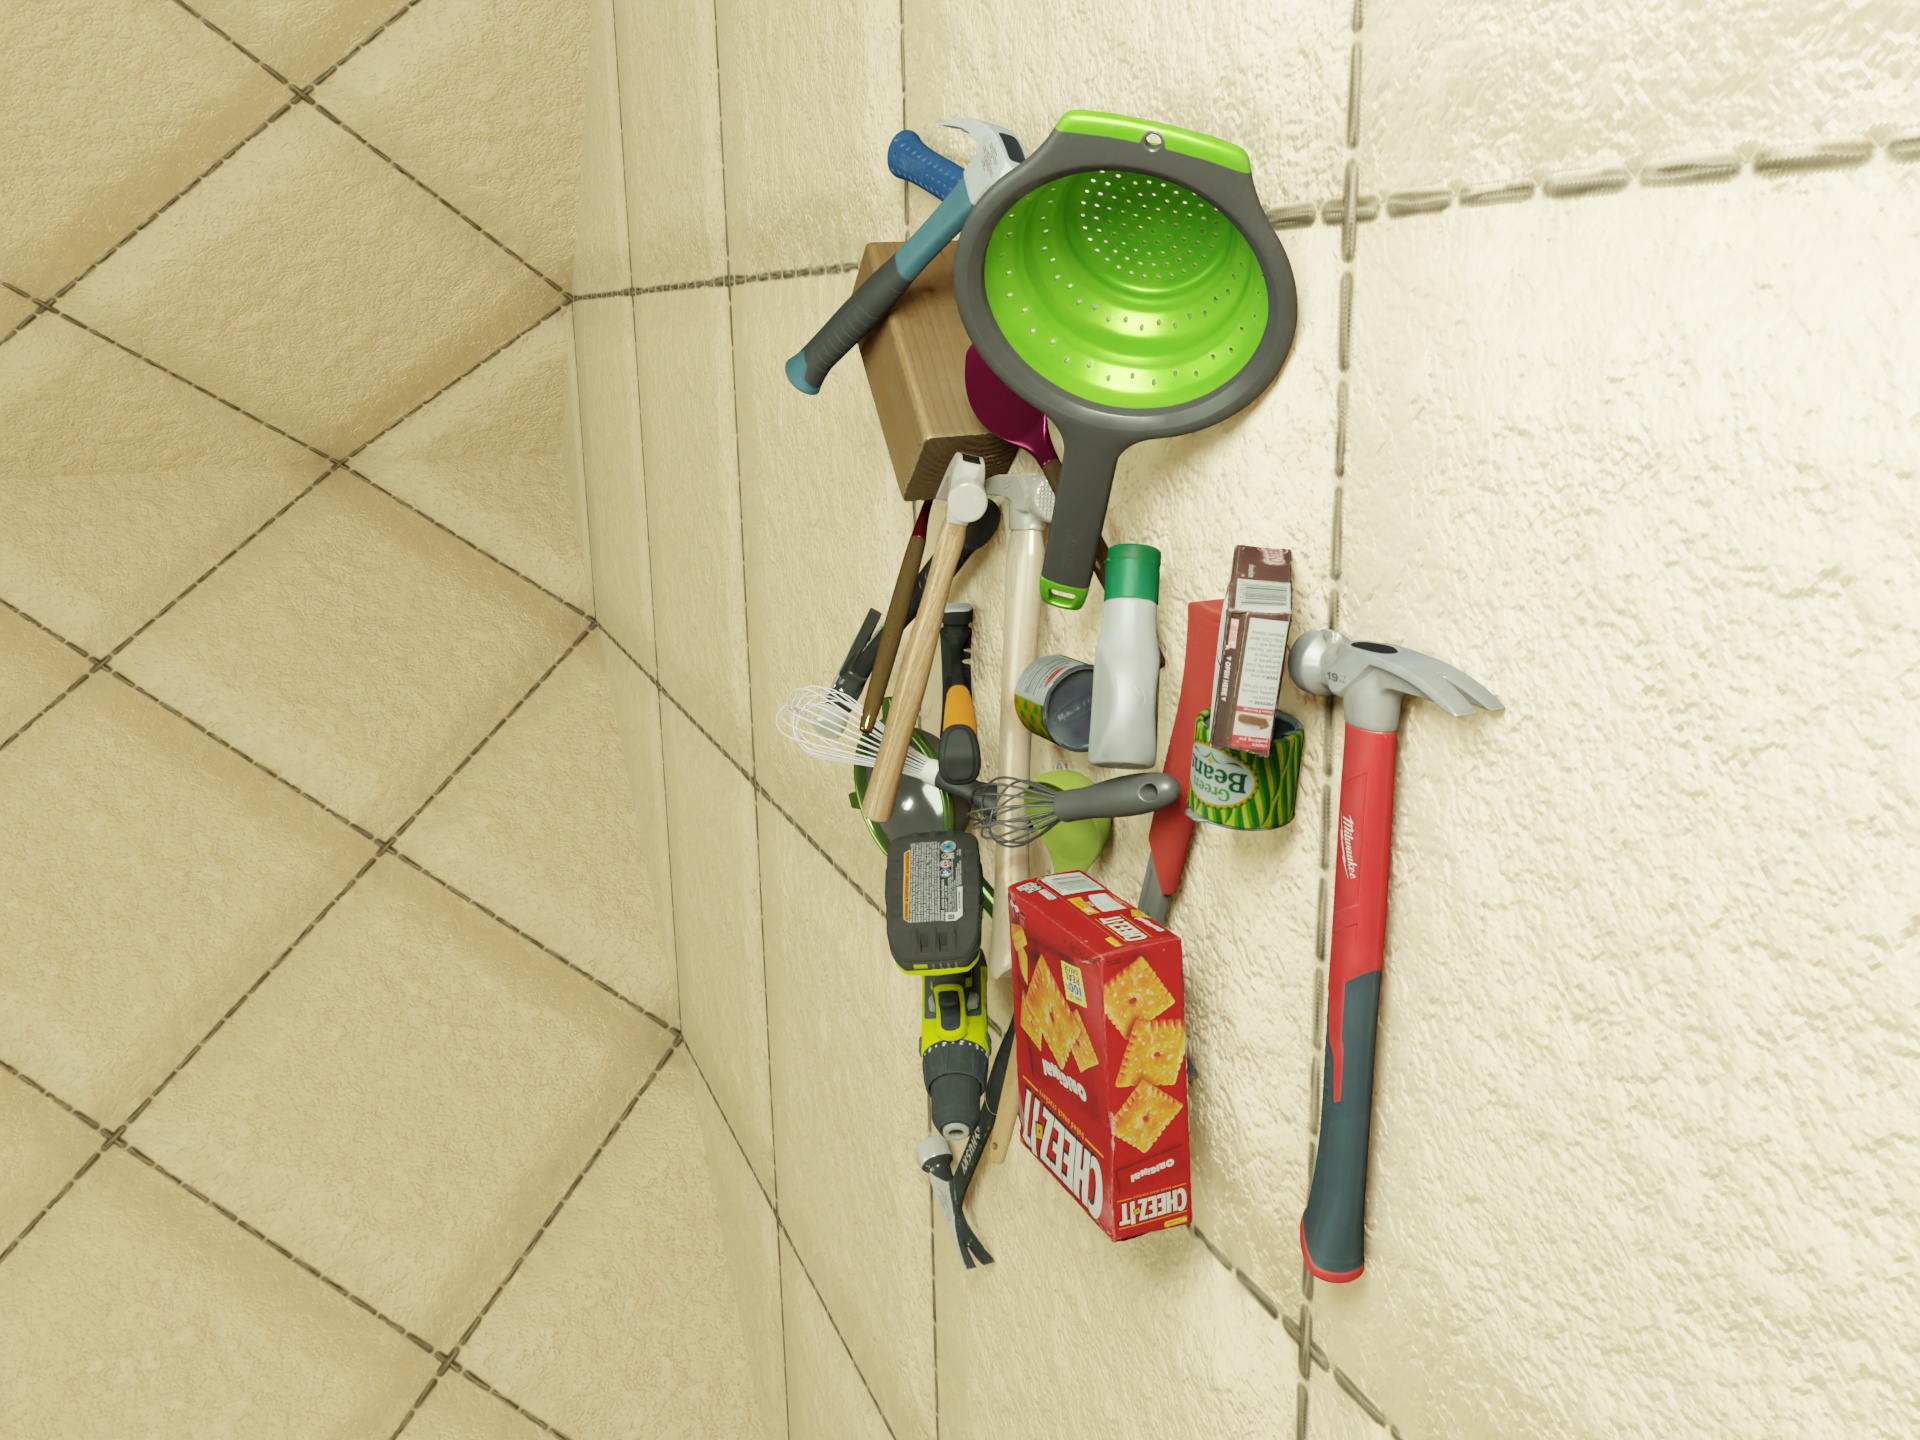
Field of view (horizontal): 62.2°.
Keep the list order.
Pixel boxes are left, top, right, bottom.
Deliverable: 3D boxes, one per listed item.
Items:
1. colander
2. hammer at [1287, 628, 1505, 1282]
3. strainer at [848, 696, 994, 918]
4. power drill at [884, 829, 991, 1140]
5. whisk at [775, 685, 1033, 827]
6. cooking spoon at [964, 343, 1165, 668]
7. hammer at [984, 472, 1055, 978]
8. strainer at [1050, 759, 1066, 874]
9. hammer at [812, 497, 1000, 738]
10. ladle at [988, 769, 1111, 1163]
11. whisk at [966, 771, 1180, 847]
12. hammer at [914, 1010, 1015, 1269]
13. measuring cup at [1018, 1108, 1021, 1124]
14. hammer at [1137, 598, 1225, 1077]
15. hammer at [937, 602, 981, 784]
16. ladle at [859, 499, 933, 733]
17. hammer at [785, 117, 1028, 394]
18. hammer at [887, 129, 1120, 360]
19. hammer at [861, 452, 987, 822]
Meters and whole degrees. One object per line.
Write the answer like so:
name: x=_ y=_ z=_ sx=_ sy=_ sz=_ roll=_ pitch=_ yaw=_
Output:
colander: x=0.098 y=-0.228 z=1.022 sx=0.396 sy=0.204 sz=0.095 roll=98 pitch=-171 yaw=-53
hammer: x=0.232 y=0.150 z=0.895 sx=0.143 sy=0.038 sz=0.386 roll=-149 pitch=56 yaw=-63
strainer: x=-0.002 y=0.099 z=1.479 sx=0.257 sy=0.069 sz=0.151 roll=49 pitch=138 yaw=28
power drill: x=-0.012 y=0.224 z=1.355 sx=0.191 sy=0.080 sz=0.228 roll=-91 pitch=-5 yaw=-48
whisk: x=-0.048 y=0.035 z=1.414 sx=0.285 sy=0.070 sz=0.070 roll=23 pitch=124 yaw=28
cooking spoon: x=0.078 y=-0.169 z=1.179 sx=0.068 sy=0.017 sz=0.319 roll=-38 pitch=62 yaw=27
hammer: x=0.042 y=0.006 z=1.298 sx=0.146 sy=0.038 sz=0.410 roll=-158 pitch=69 yaw=-68
strainer: x=0.085 y=0.161 z=1.280 sx=0.087 sy=0.050 sz=0.258 roll=-4 pitch=86 yaw=64
hammer: x=-0.046 y=-0.109 z=1.488 sx=0.334 sy=0.035 sz=0.146 roll=-46 pitch=17 yaw=54
ladle: x=0.055 y=0.194 z=1.237 sx=0.078 sy=0.062 sz=0.320 roll=18 pitch=98 yaw=42
whisk: x=0.076 y=0.058 z=1.130 sx=0.239 sy=0.055 sz=0.055 roll=-14 pitch=83 yaw=57
hammer: x=0.029 y=0.370 z=1.495 sx=0.408 sy=0.036 sz=0.149 roll=106 pitch=148 yaw=-45
measuring cup: x=0.089 y=0.346 z=1.322 sx=0.168 sy=0.038 sz=0.083 roll=-130 pitch=39 yaw=-59
hammer: x=0.149 y=0.077 z=1.090 sx=0.149 sy=0.036 sz=0.358 roll=-122 pitch=32 yaw=-48
hammer: x=-0.002 y=-0.004 z=1.304 sx=0.337 sy=0.034 sz=0.127 roll=-92 pitch=0 yaw=-75
ladle: x=-0.044 y=-0.136 z=1.389 sx=0.069 sy=0.031 sz=0.315 roll=125 pitch=160 yaw=-71
hammer: x=-0.051 y=-0.355 z=1.273 sx=0.331 sy=0.033 sz=0.128 roll=-32 pitch=64 yaw=49
hammer: x=0.022 y=-0.408 z=1.278 sx=0.406 sy=0.035 sz=0.144 roll=-127 pitch=36 yaw=-53
hammer: x=-0.032 y=-0.063 z=1.314 sx=0.130 sy=0.031 sz=0.331 roll=-90 pitch=14 yaw=-63
